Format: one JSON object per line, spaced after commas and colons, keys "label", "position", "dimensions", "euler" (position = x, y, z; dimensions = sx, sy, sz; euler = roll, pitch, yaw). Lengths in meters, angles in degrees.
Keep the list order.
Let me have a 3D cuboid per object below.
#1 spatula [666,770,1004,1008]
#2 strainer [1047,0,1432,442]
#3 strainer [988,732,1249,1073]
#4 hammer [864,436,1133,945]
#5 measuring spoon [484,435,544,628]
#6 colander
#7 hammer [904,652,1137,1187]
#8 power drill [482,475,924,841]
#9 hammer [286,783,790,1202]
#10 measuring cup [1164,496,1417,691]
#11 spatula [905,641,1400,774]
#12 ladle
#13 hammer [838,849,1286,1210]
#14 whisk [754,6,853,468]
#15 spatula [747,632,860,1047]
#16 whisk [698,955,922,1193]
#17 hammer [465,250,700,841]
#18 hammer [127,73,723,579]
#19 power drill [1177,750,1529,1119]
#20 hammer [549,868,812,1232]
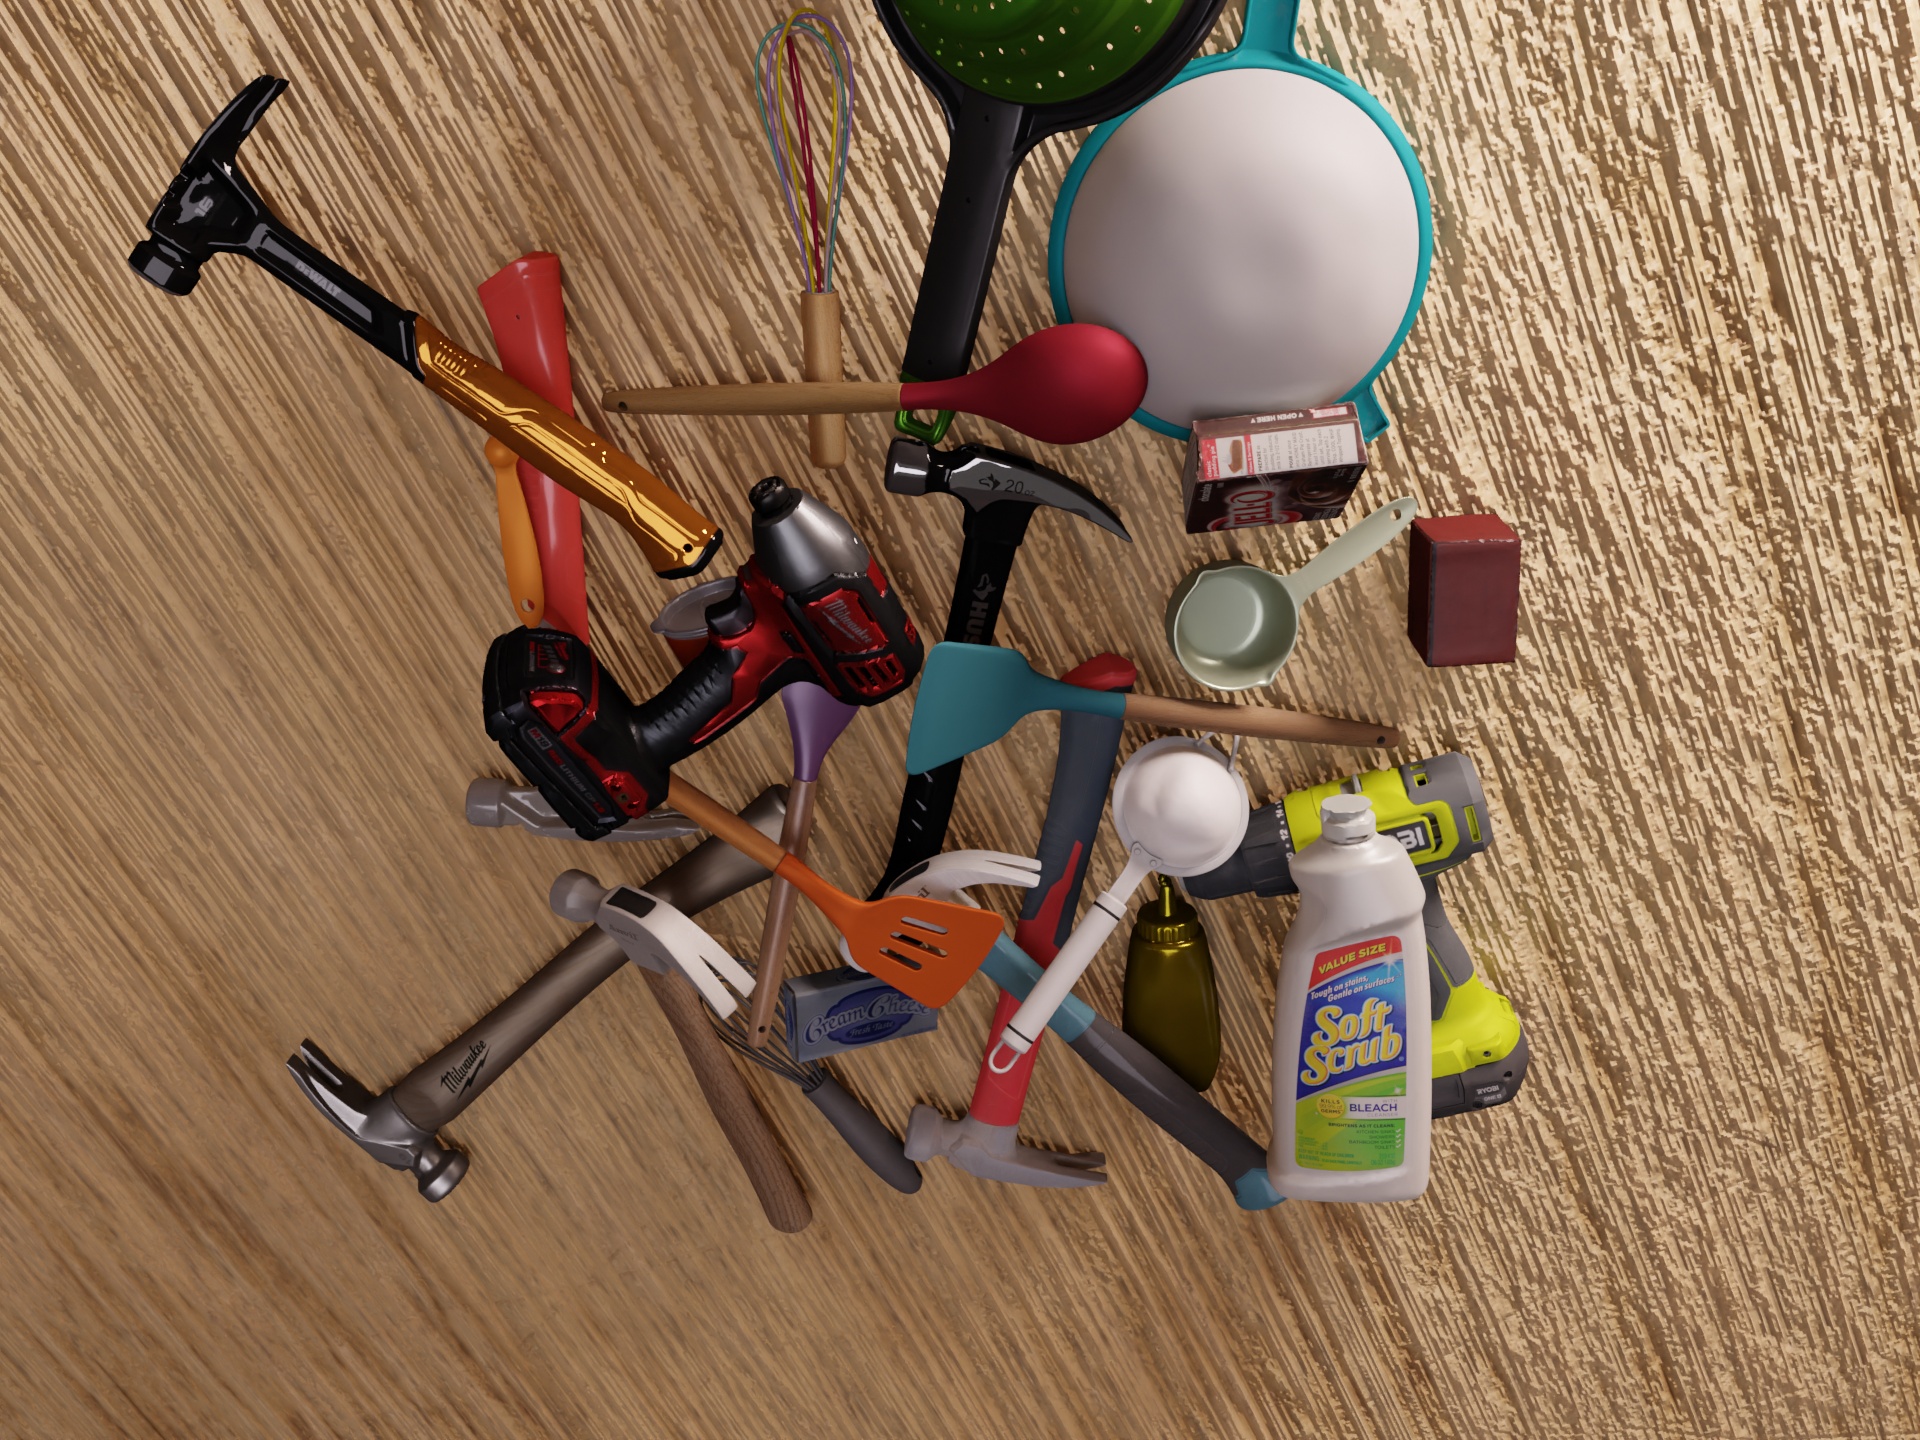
{"label": "spatula", "position": [-0.127, 0.069, 0.964], "dimensions": [0.322, 0.041, 0.081], "euler": [34, 112, 0]}
{"label": "strainer", "position": [0.157, -0.298, 0.815], "dimensions": [0.211, 0.095, 0.340], "euler": [5, 115, 0]}
{"label": "strainer", "position": [0.096, 0.106, 0.957], "dimensions": [0.087, 0.050, 0.258], "euler": [36, 86, -2]}
{"label": "hammer", "position": [-0.002, -0.003, 0.974], "dimensions": [0.146, 0.035, 0.334], "euler": [8, 116, -11]}
{"label": "measuring spoon", "position": [-0.257, -0.107, 0.916], "dimensions": [0.021, 0.011, 0.116], "euler": [-2, 114, 3]}
{"label": "colander", "position": [0.006, -0.314, 0.787], "dimensions": [0.204, 0.094, 0.396], "euler": [25, 122, 16]}
{"label": "hammer", "position": [0.069, 0.141, 1.038], "dimensions": [0.143, 0.038, 0.386], "euler": [11, 113, -4]}
{"label": "power drill", "position": [-0.143, -0.037, 0.872], "dimensions": [0.219, 0.079, 0.143], "euler": [-26, 128, 6]}
{"label": "hammer", "position": [-0.268, 0.166, 1.061], "dimensions": [0.410, 0.038, 0.146], "euler": [-38, 106, 16]}
{"label": "measuring cup", "position": [0.195, -0.084, 0.944], "dimensions": [0.167, 0.038, 0.083], "euler": [-35, 109, 0]}
{"label": "spatula", "position": [0.121, 0.001, 0.938], "dimensions": [0.317, 0.044, 0.082], "euler": [6, 114, -16]}
{"label": "ladle", "position": [-0.055, -0.179, 0.874], "dimensions": [0.315, 0.031, 0.069], "euler": [2, 128, 17]}
{"label": "hammer", "position": [0.086, 0.205, 1.017], "dimensions": [0.331, 0.033, 0.128], "euler": [41, 111, -10]}
{"label": "whisk", "position": [-0.082, -0.257, 0.870], "dimensions": [0.051, 0.047, 0.244], "euler": [-1, 116, 1]}
{"label": "spatula", "position": [-0.098, 0.060, 0.985], "dimensions": [0.059, 0.018, 0.316], "euler": [6, 106, -22]}
{"label": "whisk", "position": [-0.100, 0.246, 1.087], "dimensions": [0.055, 0.055, 0.238], "euler": [-32, 113, 14]}
{"label": "hammer", "position": [-0.233, -0.092, 0.948], "dimensions": [0.149, 0.037, 0.358], "euler": [2, 114, 1]}
{"label": "hammer", "position": [-0.268, -0.194, 0.861], "dimensions": [0.336, 0.034, 0.127], "euler": [36, 101, -11]}
{"label": "power drill", "position": [0.254, 0.143, 1.013], "dimensions": [0.190, 0.080, 0.228], "euler": [-16, 110, 14]}
{"label": "hammer", "position": [-0.157, 0.232, 1.038], "dimensions": [0.130, 0.031, 0.331], "euler": [14, 137, 34]}
